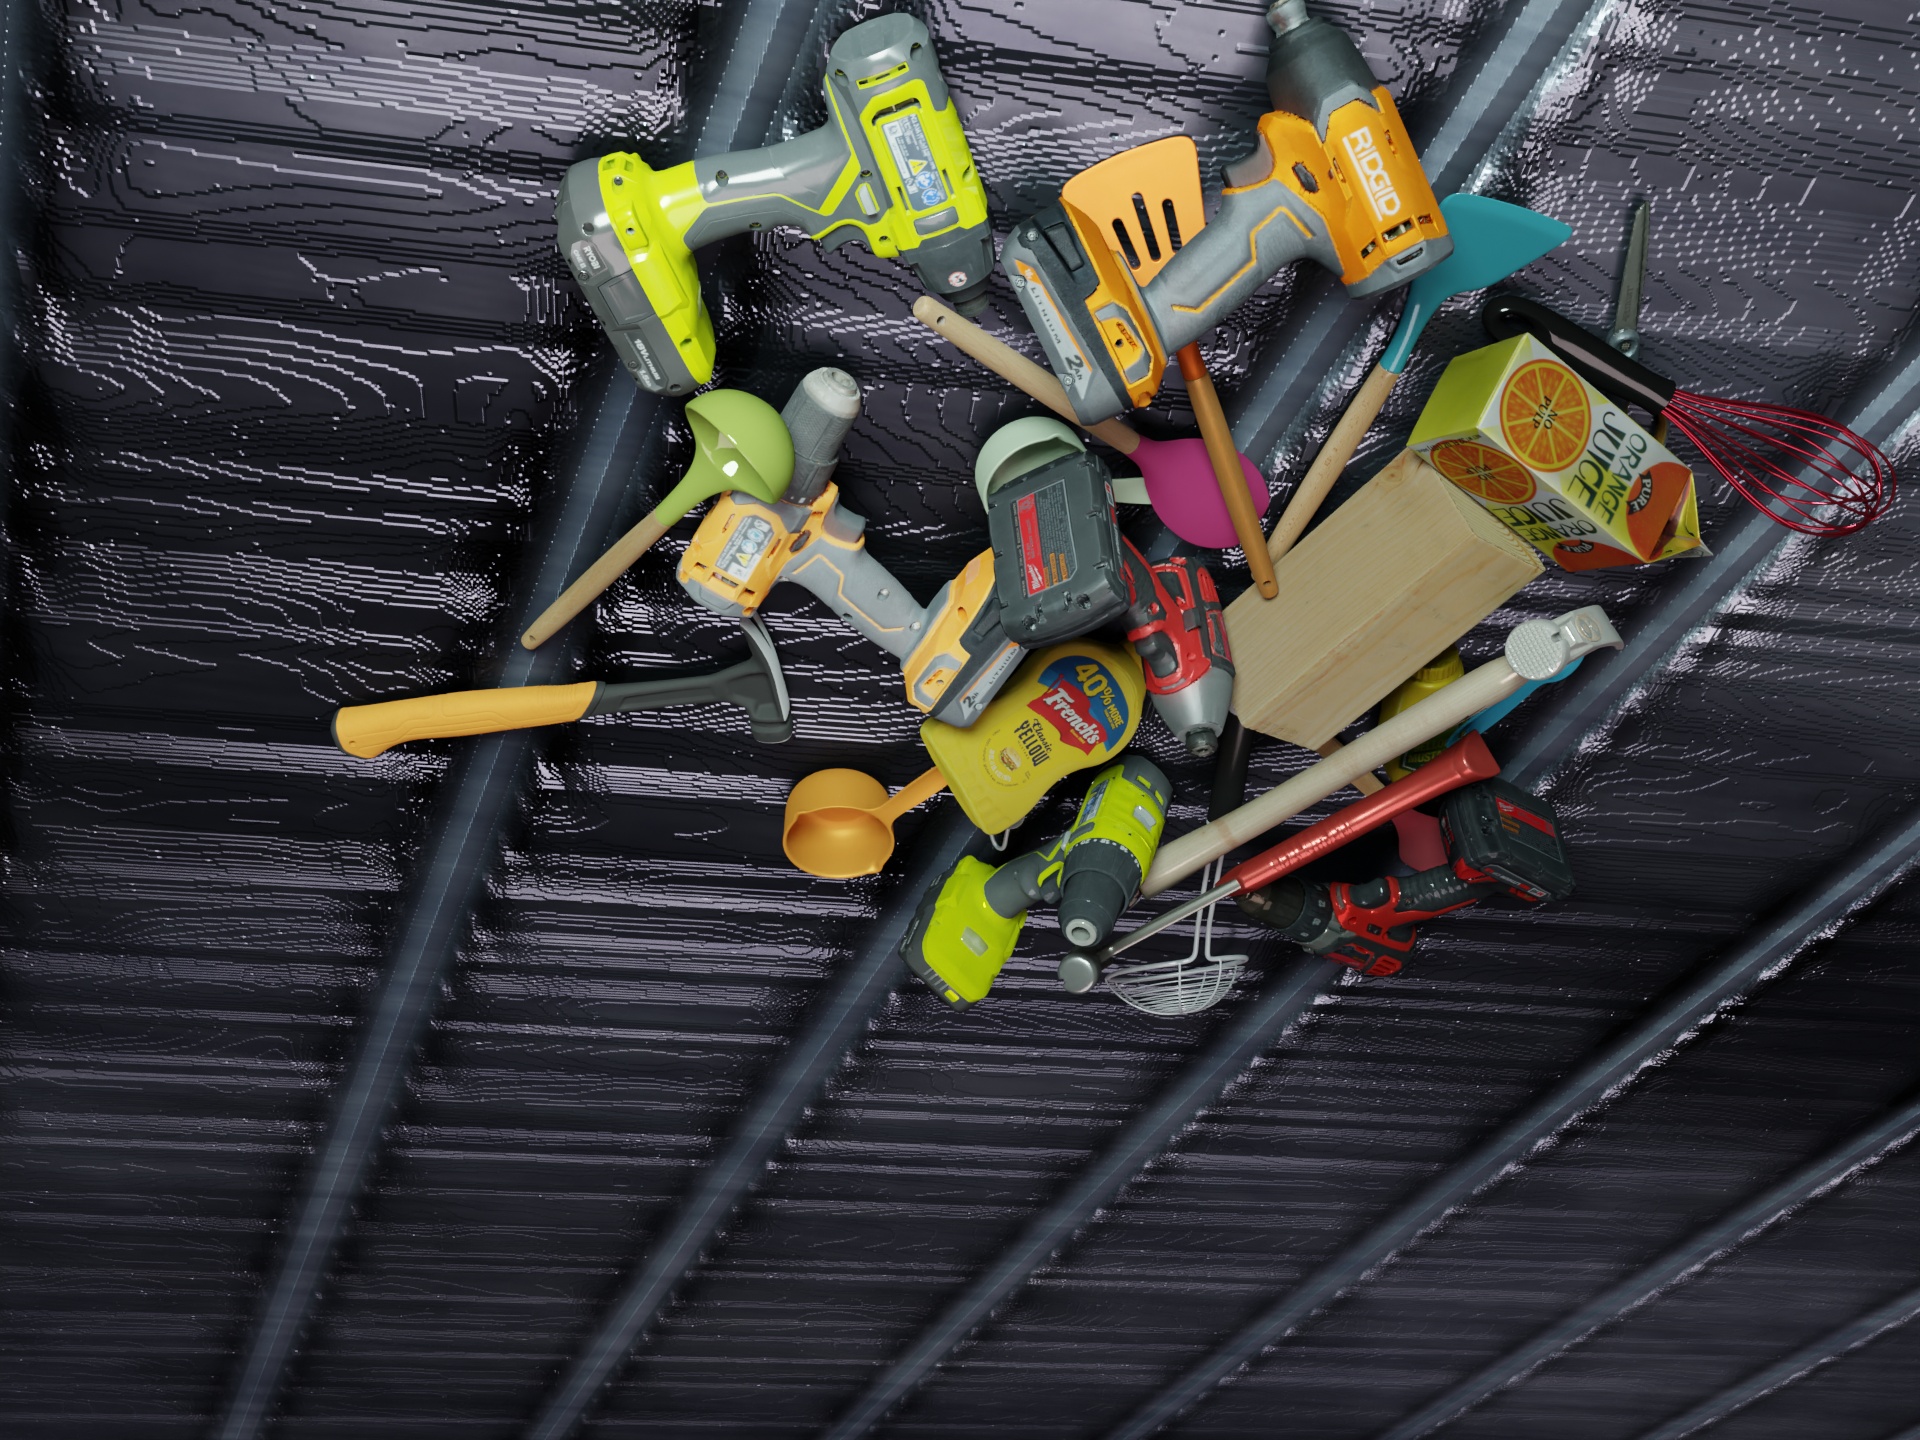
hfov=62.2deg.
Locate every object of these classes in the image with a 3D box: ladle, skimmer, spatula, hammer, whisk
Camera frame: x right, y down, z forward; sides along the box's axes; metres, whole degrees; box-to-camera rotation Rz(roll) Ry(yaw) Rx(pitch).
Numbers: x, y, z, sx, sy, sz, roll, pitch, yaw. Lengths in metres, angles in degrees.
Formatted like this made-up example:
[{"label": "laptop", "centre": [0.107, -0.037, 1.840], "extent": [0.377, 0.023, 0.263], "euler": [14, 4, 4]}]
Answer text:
[{"label": "ladle", "centre": [-0.212, -0.113, 1.030], "extent": [0.078, 0.062, 0.320], "euler": [48, 132, -12]}, {"label": "skimmer", "centre": [0.199, 0.116, 1.337], "extent": [0.127, 0.090, 0.363], "euler": [-4, 125, -11]}, {"label": "ladle", "centre": [0.327, 0.047, 1.281], "extent": [0.069, 0.031, 0.315], "euler": [-35, 125, 27]}, {"label": "spatula", "centre": [0.263, -0.199, 1.017], "extent": [0.082, 0.044, 0.317], "euler": [11, 134, -16]}, {"label": "hammer", "centre": [0.241, 0.109, 1.221], "extent": [0.359, 0.037, 0.149], "euler": [-30, 174, 14]}, {"label": "hammer", "centre": [0.285, 0.033, 1.164], "extent": [0.410, 0.038, 0.146], "euler": [-36, 165, 38]}, {"label": "spatula", "centre": [0.153, -0.203, 0.997], "extent": [0.081, 0.041, 0.322], "euler": [-19, 131, 12]}, {"label": "hammer", "centre": [-0.298, -0.017, 1.169], "extent": [0.337, 0.034, 0.127], "euler": [-7, 136, 3]}, {"label": "whisk", "centre": [0.456, -0.193, 0.996], "extent": [0.295, 0.073, 0.073], "euler": [25, 130, -7]}]

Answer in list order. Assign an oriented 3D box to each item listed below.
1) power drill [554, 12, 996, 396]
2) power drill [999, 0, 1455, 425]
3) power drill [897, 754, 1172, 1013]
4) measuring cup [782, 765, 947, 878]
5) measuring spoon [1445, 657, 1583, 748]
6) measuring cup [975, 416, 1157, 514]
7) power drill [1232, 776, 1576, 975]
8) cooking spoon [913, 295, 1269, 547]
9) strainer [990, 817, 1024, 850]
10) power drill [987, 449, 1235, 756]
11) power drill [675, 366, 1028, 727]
[{"label": "power drill", "centre": [-0.097, -0.275, 0.898], "extent": [0.223, 0.080, 0.171], "euler": [-17, 133, 9]}, {"label": "power drill", "centre": [0.137, -0.279, 0.878], "extent": [0.226, 0.084, 0.164], "euler": [-26, 103, 9]}, {"label": "power drill", "centre": [0.059, 0.139, 1.243], "extent": [0.080, 0.191, 0.228], "euler": [45, 126, -12]}, {"label": "measuring cup", "centre": [-0.065, 0.058, 1.248], "extent": [0.173, 0.052, 0.095], "euler": [-34, 128, 24]}, {"label": "measuring spoon", "centre": [0.411, -0.024, 1.193], "extent": [0.128, 0.021, 0.042], "euler": [-39, 133, 4]}, {"label": "measuring cup", "centre": [0.088, -0.164, 1.054], "extent": [0.167, 0.038, 0.083], "euler": [-2, 134, -24]}, {"label": "power drill", "centre": [0.349, 0.127, 1.278], "extent": [0.187, 0.080, 0.226], "euler": [23, 138, -30]}, {"label": "cooking spoon", "centre": [0.090, -0.184, 0.997], "extent": [0.318, 0.017, 0.068], "euler": [24, 109, -38]}, {"label": "strainer", "centre": [-0.002, -0.004, 1.198], "extent": [0.087, 0.050, 0.258], "euler": [18, 146, 44]}, {"label": "power drill", "centre": [0.111, -0.068, 1.033], "extent": [0.078, 0.143, 0.219], "euler": [-21, 149, 28]}, {"label": "power drill", "centre": [-0.052, -0.113, 1.048], "extent": [0.226, 0.084, 0.185], "euler": [28, 124, -13]}]
